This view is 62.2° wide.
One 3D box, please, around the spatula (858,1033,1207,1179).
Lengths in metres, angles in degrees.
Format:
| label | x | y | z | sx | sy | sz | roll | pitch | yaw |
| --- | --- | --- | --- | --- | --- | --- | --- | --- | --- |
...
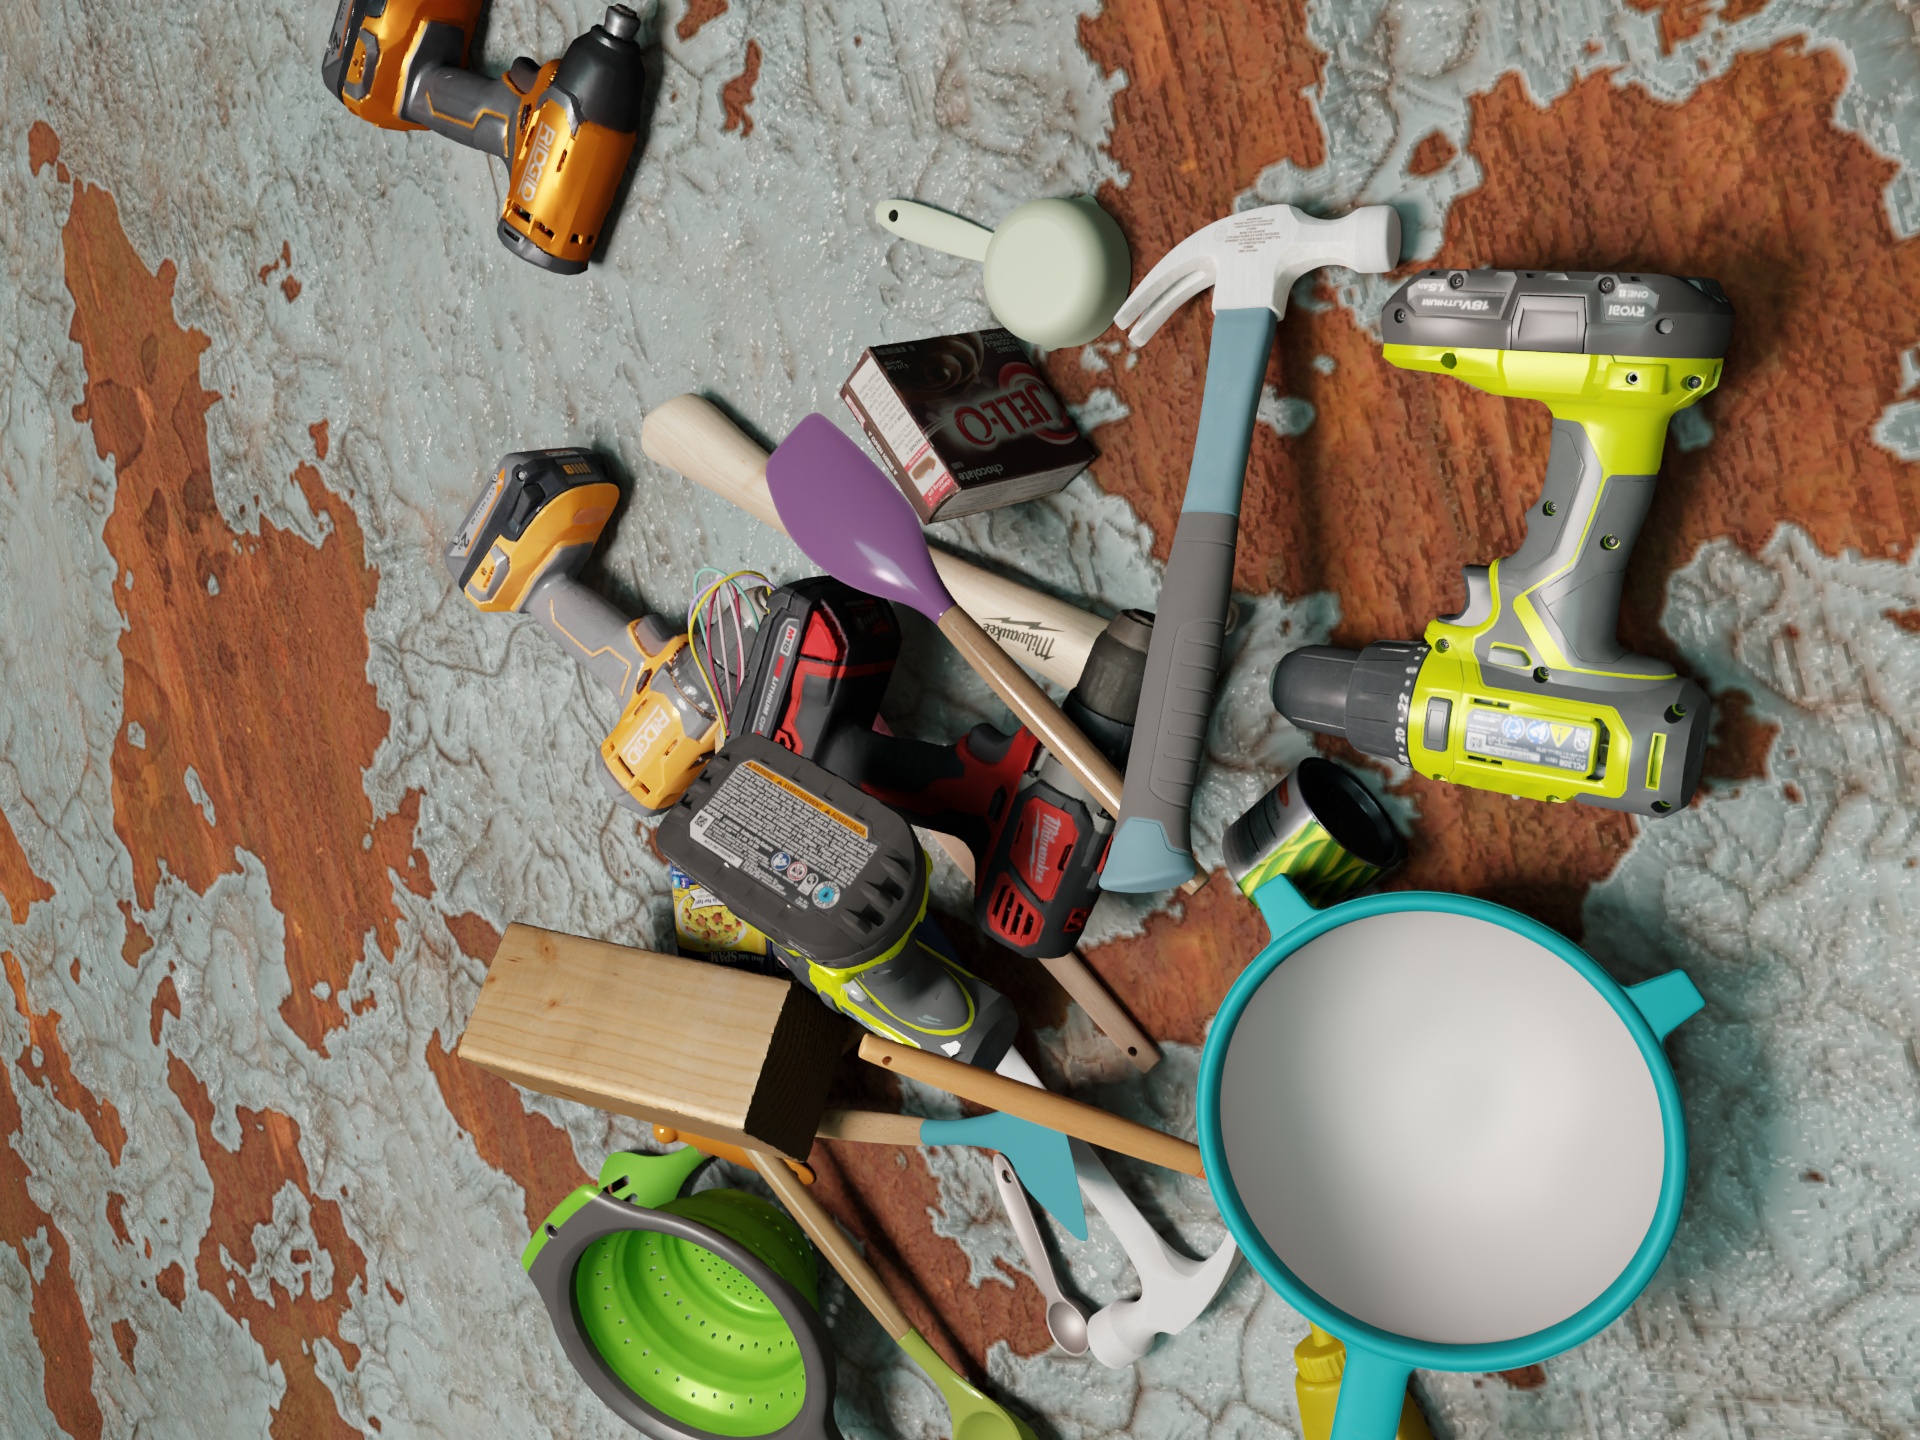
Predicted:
| label | x | y | z | sx | sy | sz | roll | pitch | yaw |
| --- | --- | --- | --- | --- | --- | --- | --- | --- | --- |
| spatula | 0.101 | 0.221 | 0.806 | 0.322 | 0.041 | 0.081 | 20 | 111 | -6 |

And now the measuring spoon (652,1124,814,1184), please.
| label | x | y | z | sx | sy | sz | roll | pitch | yaw |
| --- | --- | --- | --- | --- | --- | --- | --- | --- | --- |
| measuring spoon | -0.153 | 0.291 | 1.062 | 0.117 | 0.011 | 0.021 | 15 | 119 | 10 |

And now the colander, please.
| label | x | y | z | sx | sy | sz | roll | pitch | yaw |
| --- | --- | --- | --- | --- | --- | --- | --- | --- | --- |
| colander | -0.099 | 0.432 | 1.041 | 0.397 | 0.094 | 0.204 | 41 | 122 | 1 |

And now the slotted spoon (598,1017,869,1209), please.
| label | x | y | z | sx | sy | sz | roll | pitch | yaw |
| --- | --- | --- | --- | --- | --- | --- | --- | --- | --- |
| slotted spoon | -0.161 | 0.278 | 1.082 | 0.313 | 0.031 | 0.070 | -42 | 81 | 32 |

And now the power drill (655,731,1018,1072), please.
| label | x | y | z | sx | sy | sz | roll | pitch | yaw |
| --- | --- | --- | --- | --- | --- | --- | --- | --- | --- |
| power drill | -0.067 | 0.104 | 0.836 | 0.171 | 0.223 | 0.080 | 28 | 70 | 26 |

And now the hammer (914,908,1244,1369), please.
| label | x | y | z | sx | sy | sz | roll | pitch | yaw |
| --- | --- | --- | --- | --- | --- | --- | --- | --- | --- |
| hammer | 0.014 | 0.173 | 0.932 | 0.406 | 0.035 | 0.144 | 52 | 123 | 16 |

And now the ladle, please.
| label | x | y | z | sx | sy | sz | roll | pitch | yaw |
| --- | --- | --- | --- | --- | --- | --- | --- | --- | --- |
| ladle | -0.058 | 0.364 | 0.981 | 0.320 | 0.062 | 0.078 | 49 | 126 | 8 |

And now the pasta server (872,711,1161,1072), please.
| label | x | y | z | sx | sy | sz | roll | pitch | yaw |
| --- | --- | --- | --- | --- | --- | --- | --- | --- | --- |
| pasta server | 0.001 | 0.081 | 0.922 | 0.316 | 0.040 | 0.060 | 48 | 117 | 17 |

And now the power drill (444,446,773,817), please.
| label | x | y | z | sx | sy | sz | roll | pitch | yaw |
| --- | --- | --- | --- | --- | --- | --- | --- | --- | --- |
| power drill | -0.214 | -0.075 | 1.021 | 0.226 | 0.084 | 0.185 | 51 | 122 | 12 |

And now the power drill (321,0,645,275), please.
| label | x | y | z | sx | sy | sz | roll | pitch | yaw |
| --- | --- | --- | --- | --- | --- | --- | --- | --- | --- |
| power drill | -0.295 | -0.412 | 1.013 | 0.227 | 0.084 | 0.164 | 40 | 118 | 18 |

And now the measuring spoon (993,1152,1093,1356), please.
| label | x | y | z | sx | sy | sz | roll | pitch | yaw |
| --- | --- | --- | --- | --- | --- | --- | --- | --- | --- |
| measuring spoon | 0.051 | 0.316 | 0.949 | 0.034 | 0.018 | 0.124 | -39 | 69 | 45 |

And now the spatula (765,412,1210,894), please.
| label | x | y | z | sx | sy | sz | roll | pitch | yaw |
| --- | --- | --- | --- | --- | --- | --- | --- | --- | --- |
| spatula | 0.009 | -0.033 | 0.787 | 0.060 | 0.018 | 0.316 | -47 | 73 | 14 |

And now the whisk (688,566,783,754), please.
| label | x | y | z | sx | sy | sz | roll | pitch | yaw |
| --- | --- | --- | --- | --- | --- | --- | --- | --- | --- |
| whisk | -0.139 | -0.004 | 0.943 | 0.051 | 0.047 | 0.244 | 23 | 143 | 10 |

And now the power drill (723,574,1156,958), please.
| label | x | y | z | sx | sy | sz | roll | pitch | yaw |
| --- | --- | --- | --- | --- | --- | --- | --- | --- | --- |
| power drill | -0.001 | -0.003 | 0.842 | 0.227 | 0.080 | 0.188 | 29 | 110 | 24 |

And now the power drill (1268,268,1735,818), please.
| label | x | y | z | sx | sy | sz | roll | pitch | yaw |
| --- | --- | --- | --- | --- | --- | --- | --- | --- | --- |
| power drill | 0.236 | -0.080 | 0.703 | 0.191 | 0.080 | 0.228 | 12 | 108 | 33 |

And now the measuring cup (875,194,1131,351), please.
| label | x | y | z | sx | sy | sz | roll | pitch | yaw |
| --- | --- | --- | --- | --- | --- | --- | --- | --- | --- |
| measuring cup | 0.011 | -0.252 | 0.849 | 0.168 | 0.038 | 0.083 | 27 | 113 | 26 |

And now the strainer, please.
| label | x | y | z | sx | sy | sz | roll | pitch | yaw |
| --- | --- | --- | --- | --- | --- | --- | --- | --- | --- |
| strainer | 0.213 | 0.244 | 0.747 | 0.211 | 0.095 | 0.340 | 12 | 95 | 24 |

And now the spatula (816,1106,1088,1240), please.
| label | x | y | z | sx | sy | sz | roll | pitch | yaw |
| --- | --- | --- | --- | --- | --- | --- | --- | --- | --- |
| spatula | -0.046 | 0.245 | 0.943 | 0.317 | 0.044 | 0.082 | -8 | 98 | 41 |

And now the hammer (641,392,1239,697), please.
| label | x | y | z | sx | sy | sz | roll | pitch | yaw |
| --- | --- | --- | --- | --- | --- | --- | --- | --- | --- |
| hammer | -0.038 | -0.083 | 0.920 | 0.411 | 0.038 | 0.146 | 30 | 116 | 28 |

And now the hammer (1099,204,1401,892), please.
| label | x | y | z | sx | sy | sz | roll | pitch | yaw |
| --- | --- | --- | --- | --- | --- | --- | --- | --- | --- |
| hammer | 0.115 | -0.081 | 0.741 | 0.128 | 0.033 | 0.331 | 7 | 81 | 31 |
